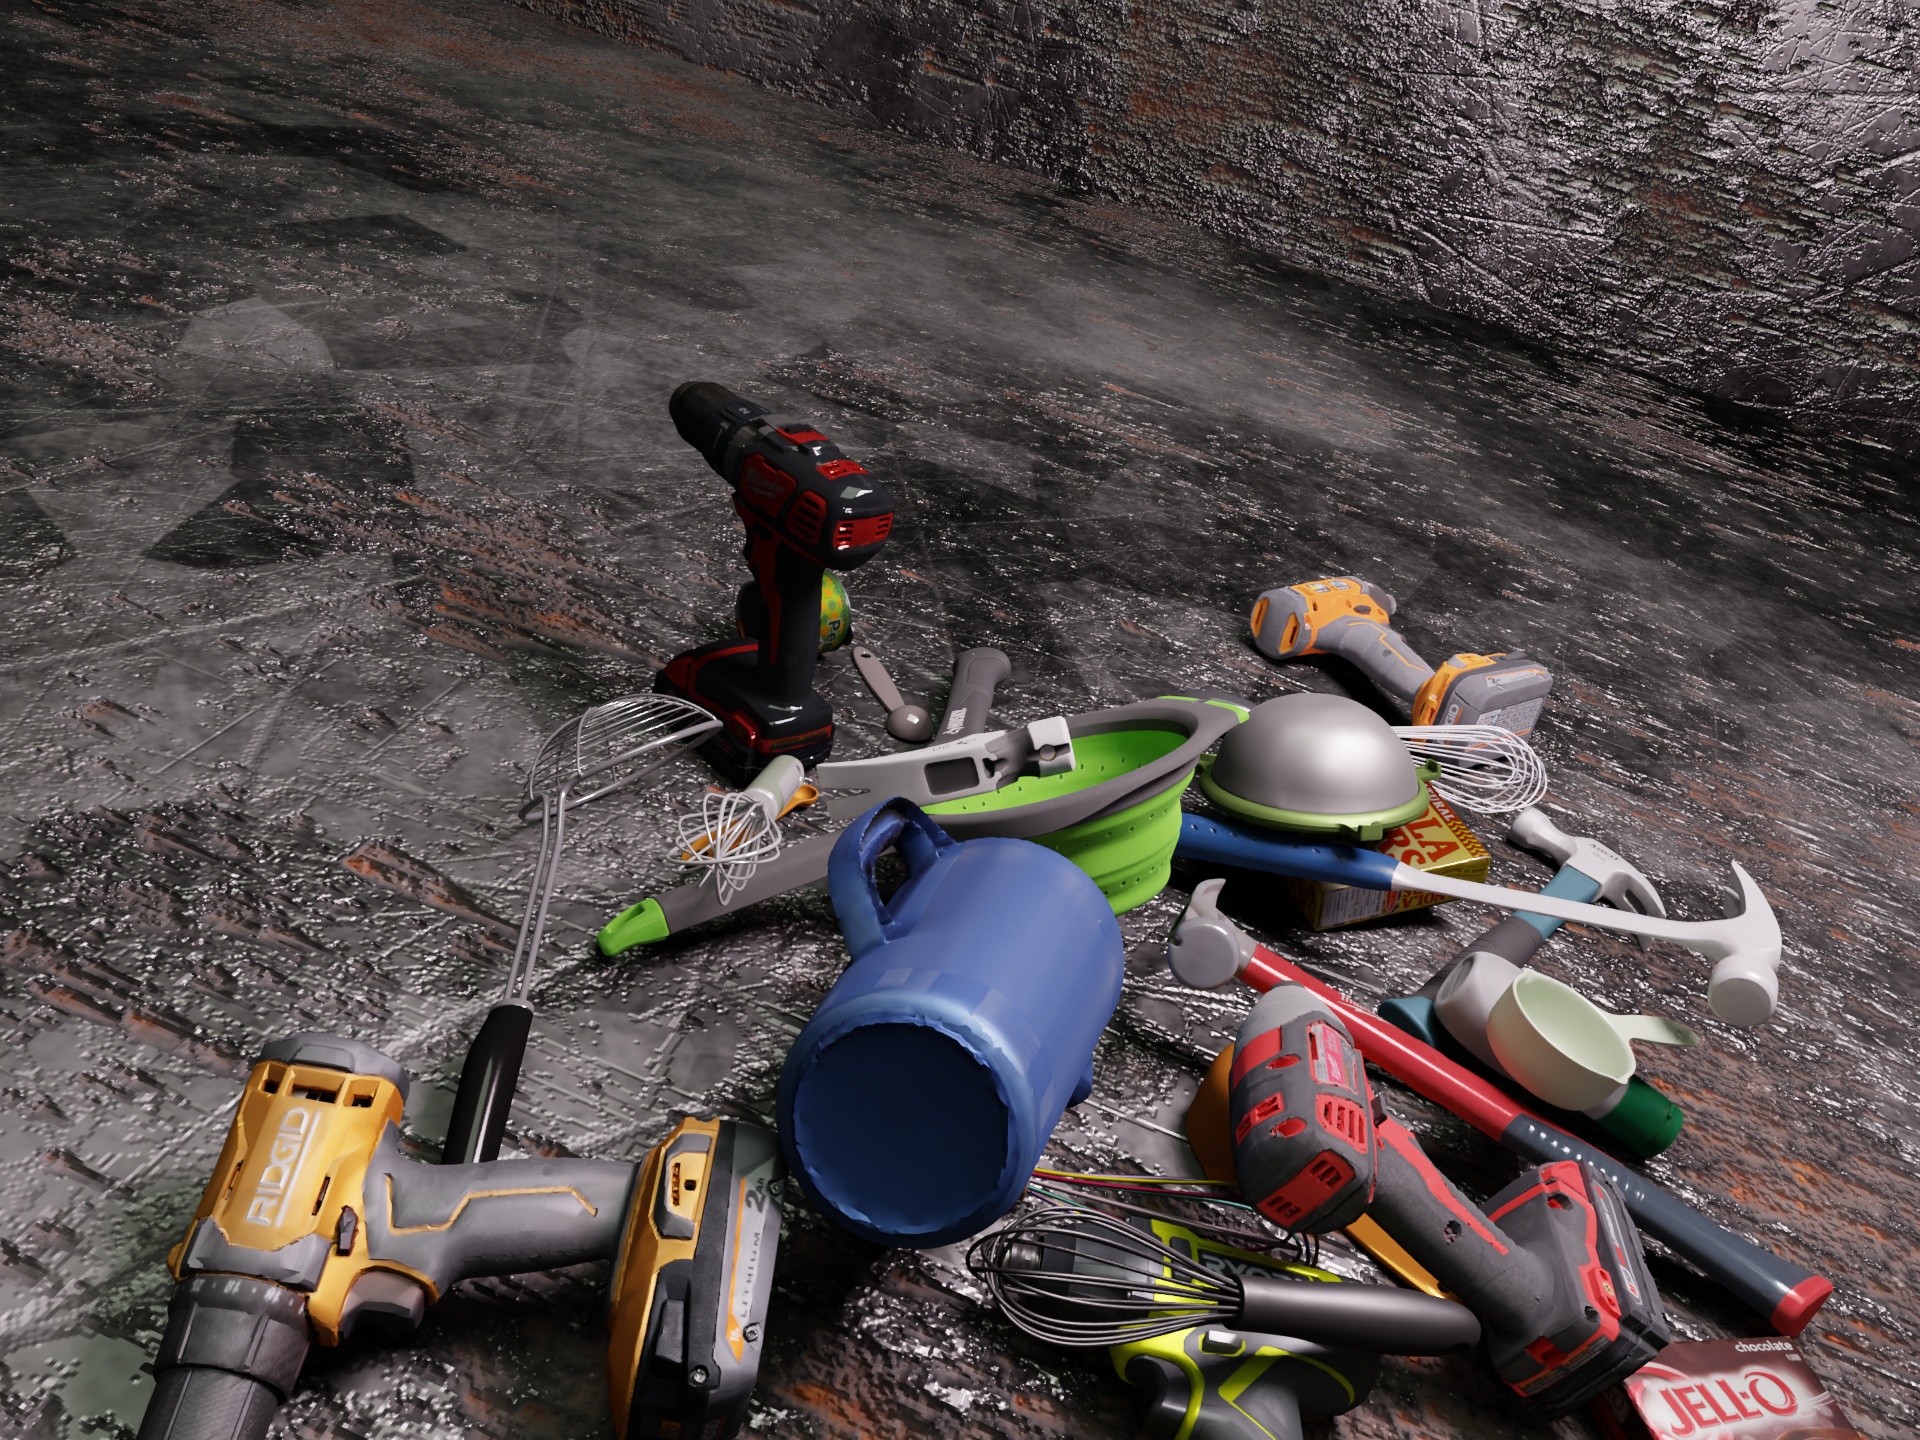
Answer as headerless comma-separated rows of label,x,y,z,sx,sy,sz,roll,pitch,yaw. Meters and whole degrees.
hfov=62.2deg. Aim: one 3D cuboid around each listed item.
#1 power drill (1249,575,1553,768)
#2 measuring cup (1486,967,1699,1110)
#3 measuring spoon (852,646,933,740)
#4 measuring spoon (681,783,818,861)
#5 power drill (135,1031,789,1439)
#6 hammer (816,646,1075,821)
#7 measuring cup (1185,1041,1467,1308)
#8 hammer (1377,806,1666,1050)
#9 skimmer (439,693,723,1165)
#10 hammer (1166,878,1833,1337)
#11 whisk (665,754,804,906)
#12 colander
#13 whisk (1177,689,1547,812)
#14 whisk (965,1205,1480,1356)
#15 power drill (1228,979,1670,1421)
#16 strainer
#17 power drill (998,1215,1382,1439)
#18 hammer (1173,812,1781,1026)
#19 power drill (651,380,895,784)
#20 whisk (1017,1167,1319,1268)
power drill,0.378,-0.054,1.349,0.164,0.084,0.227,-12,37,-39
measuring cup,0.360,0.185,0.896,0.167,0.038,0.083,11,33,-36
measuring spoon,-0.052,-0.026,1.162,0.034,0.018,0.124,-2,34,-27
measuring spoon,-0.130,0.067,0.988,0.021,0.011,0.117,26,35,27
power drill,-0.191,0.227,0.619,0.226,0.084,0.186,11,48,-6
hammer,-0.002,-0.003,1.041,0.146,0.035,0.335,-13,11,6
measuring cup,0.198,0.231,0.827,0.095,0.052,0.174,-16,41,-42
hammer,0.369,0.146,1.064,0.128,0.033,0.331,34,35,29
skimmer,-0.199,0.116,0.828,0.090,0.127,0.364,46,29,-34
hammer,0.288,0.208,0.875,0.386,0.038,0.143,32,10,8
whisk,-0.116,0.051,0.900,0.059,0.058,0.246,-7,9,4
colander,-0.010,0.091,0.930,0.397,0.094,0.204,-19,12,-19
whisk,0.305,0.017,1.219,0.284,0.070,0.070,12,30,7
whisk,0.115,0.238,0.657,0.239,0.055,0.055,14,30,-17
power drill,0.219,0.217,0.756,0.219,0.078,0.143,36,25,-11
strainer,0.190,0.009,1.077,0.256,0.069,0.151,12,21,30
power drill,0.094,0.303,0.647,0.171,0.080,0.223,15,27,-3
hammer,0.282,0.097,0.983,0.406,0.035,0.144,10,24,26
power drill,-0.137,-0.095,1.030,0.080,0.226,0.188,-17,44,-43
whisk,0.055,0.227,0.780,0.245,0.047,0.051,15,32,4
